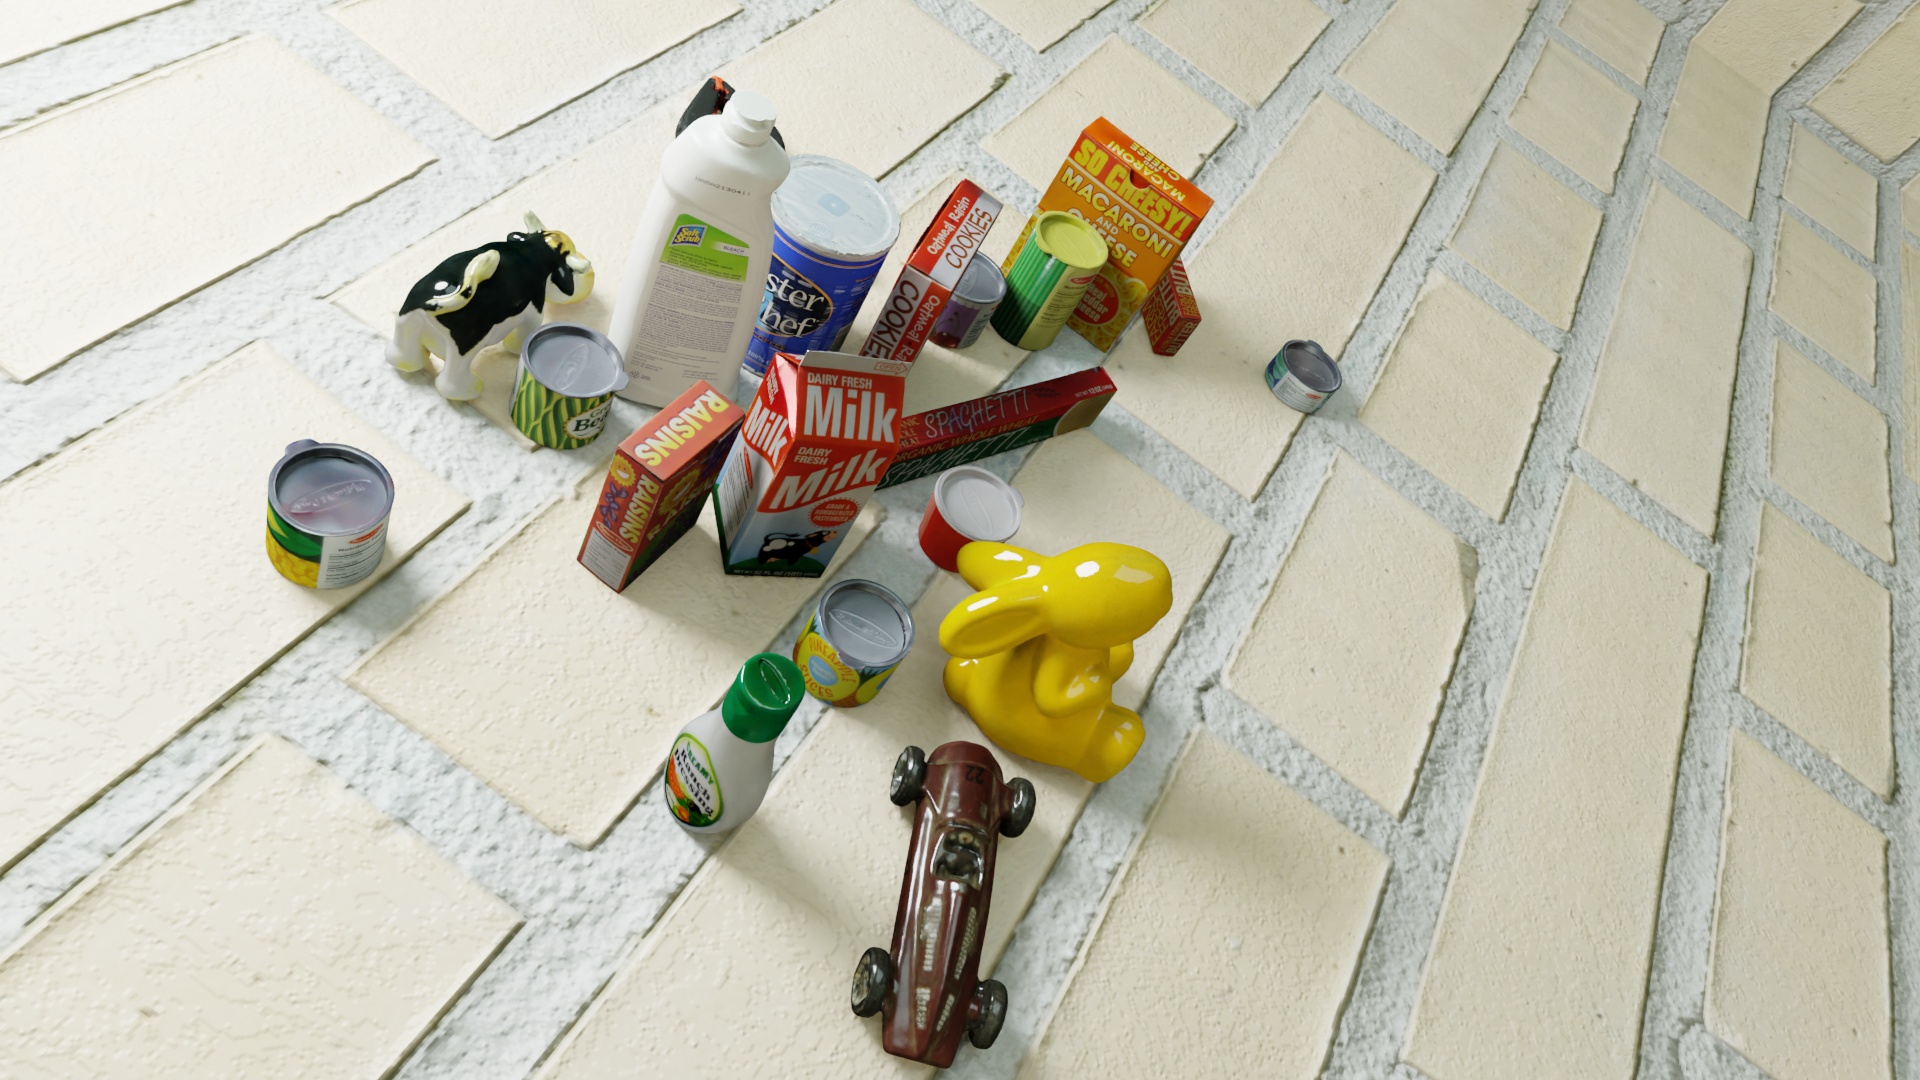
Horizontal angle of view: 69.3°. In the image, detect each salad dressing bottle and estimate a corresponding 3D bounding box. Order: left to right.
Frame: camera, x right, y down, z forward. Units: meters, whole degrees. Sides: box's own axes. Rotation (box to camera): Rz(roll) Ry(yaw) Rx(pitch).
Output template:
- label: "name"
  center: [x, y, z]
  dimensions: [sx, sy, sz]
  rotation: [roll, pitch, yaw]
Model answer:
- label: "salad dressing bottle"
  center: [-0.126, 0.114, 0.778]
  dimensions: [0.044, 0.147, 0.064]
  rotation: [-18, 65, -37]

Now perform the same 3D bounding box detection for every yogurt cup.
- label: "yogurt cup"
  center: [0.004, -0.013, 1.014]
  dimensions: [0.072, 0.053, 0.073]
  rotation: [15, 49, -18]

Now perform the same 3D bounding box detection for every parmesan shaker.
- label: "parmesan shaker"
  center: [0.070, -0.219, 1.180]
  dimensions: [0.071, 0.102, 0.072]
  rotation: [15, 49, -18]

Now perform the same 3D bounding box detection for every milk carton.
- label: "milk carton"
  center: [-0.098, -0.057, 0.899]
  dimensions: [0.072, 0.189, 0.074]
  rotation: [3, 54, -27]

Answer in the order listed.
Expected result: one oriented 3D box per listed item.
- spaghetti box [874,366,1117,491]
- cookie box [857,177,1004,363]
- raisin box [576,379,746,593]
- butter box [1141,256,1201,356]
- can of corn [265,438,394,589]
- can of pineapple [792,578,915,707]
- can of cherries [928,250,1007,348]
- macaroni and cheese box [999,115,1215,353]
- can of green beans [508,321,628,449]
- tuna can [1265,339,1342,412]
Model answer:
- label: "spaghetti box"
  center: [0.021, -0.089, 1.087]
  dimensions: [0.251, 0.050, 0.029]
  rotation: [-19, 66, -38]
- label: "cookie box"
  center: [-0.035, -0.173, 1.041]
  dimensions: [0.040, 0.166, 0.123]
  rotation: [30, 46, -5]
- label: "raisin box"
  center: [-0.190, -0.033, 0.876]
  dimensions: [0.040, 0.122, 0.086]
  rotation: [38, 46, 3]
- label: "butter box"
  center: [0.189, -0.225, 1.284]
  dimensions: [0.024, 0.052, 0.104]
  rotation: [7, 52, -24]
- label: "can of corn"
  center: [-0.369, -0.015, 0.809]
  dimensions: [0.071, 0.058, 0.071]
  rotation: [15, 49, -18]
- label: "can of pineapple"
  center: [-0.071, 0.069, 0.906]
  dimensions: [0.071, 0.057, 0.071]
  rotation: [15, 49, -18]
- label: "can of cherries"
  center: [-0.005, -0.204, 1.158]
  dimensions: [0.071, 0.058, 0.072]
  rotation: [15, 49, -18]
- label: "macaroni and cheese box"
  center: [0.122, -0.260, 1.197]
  dimensions: [0.124, 0.165, 0.040]
  rotation: [38, 46, 3]
- label: "can of green beans"
  center: [-0.266, -0.104, 0.936]
  dimensions: [0.071, 0.057, 0.071]
  rotation: [15, 49, -18]
- label: "tuna can"
  center: [0.325, -0.157, 1.319]
  dimensions: [0.071, 0.032, 0.071]
  rotation: [15, 49, -18]
